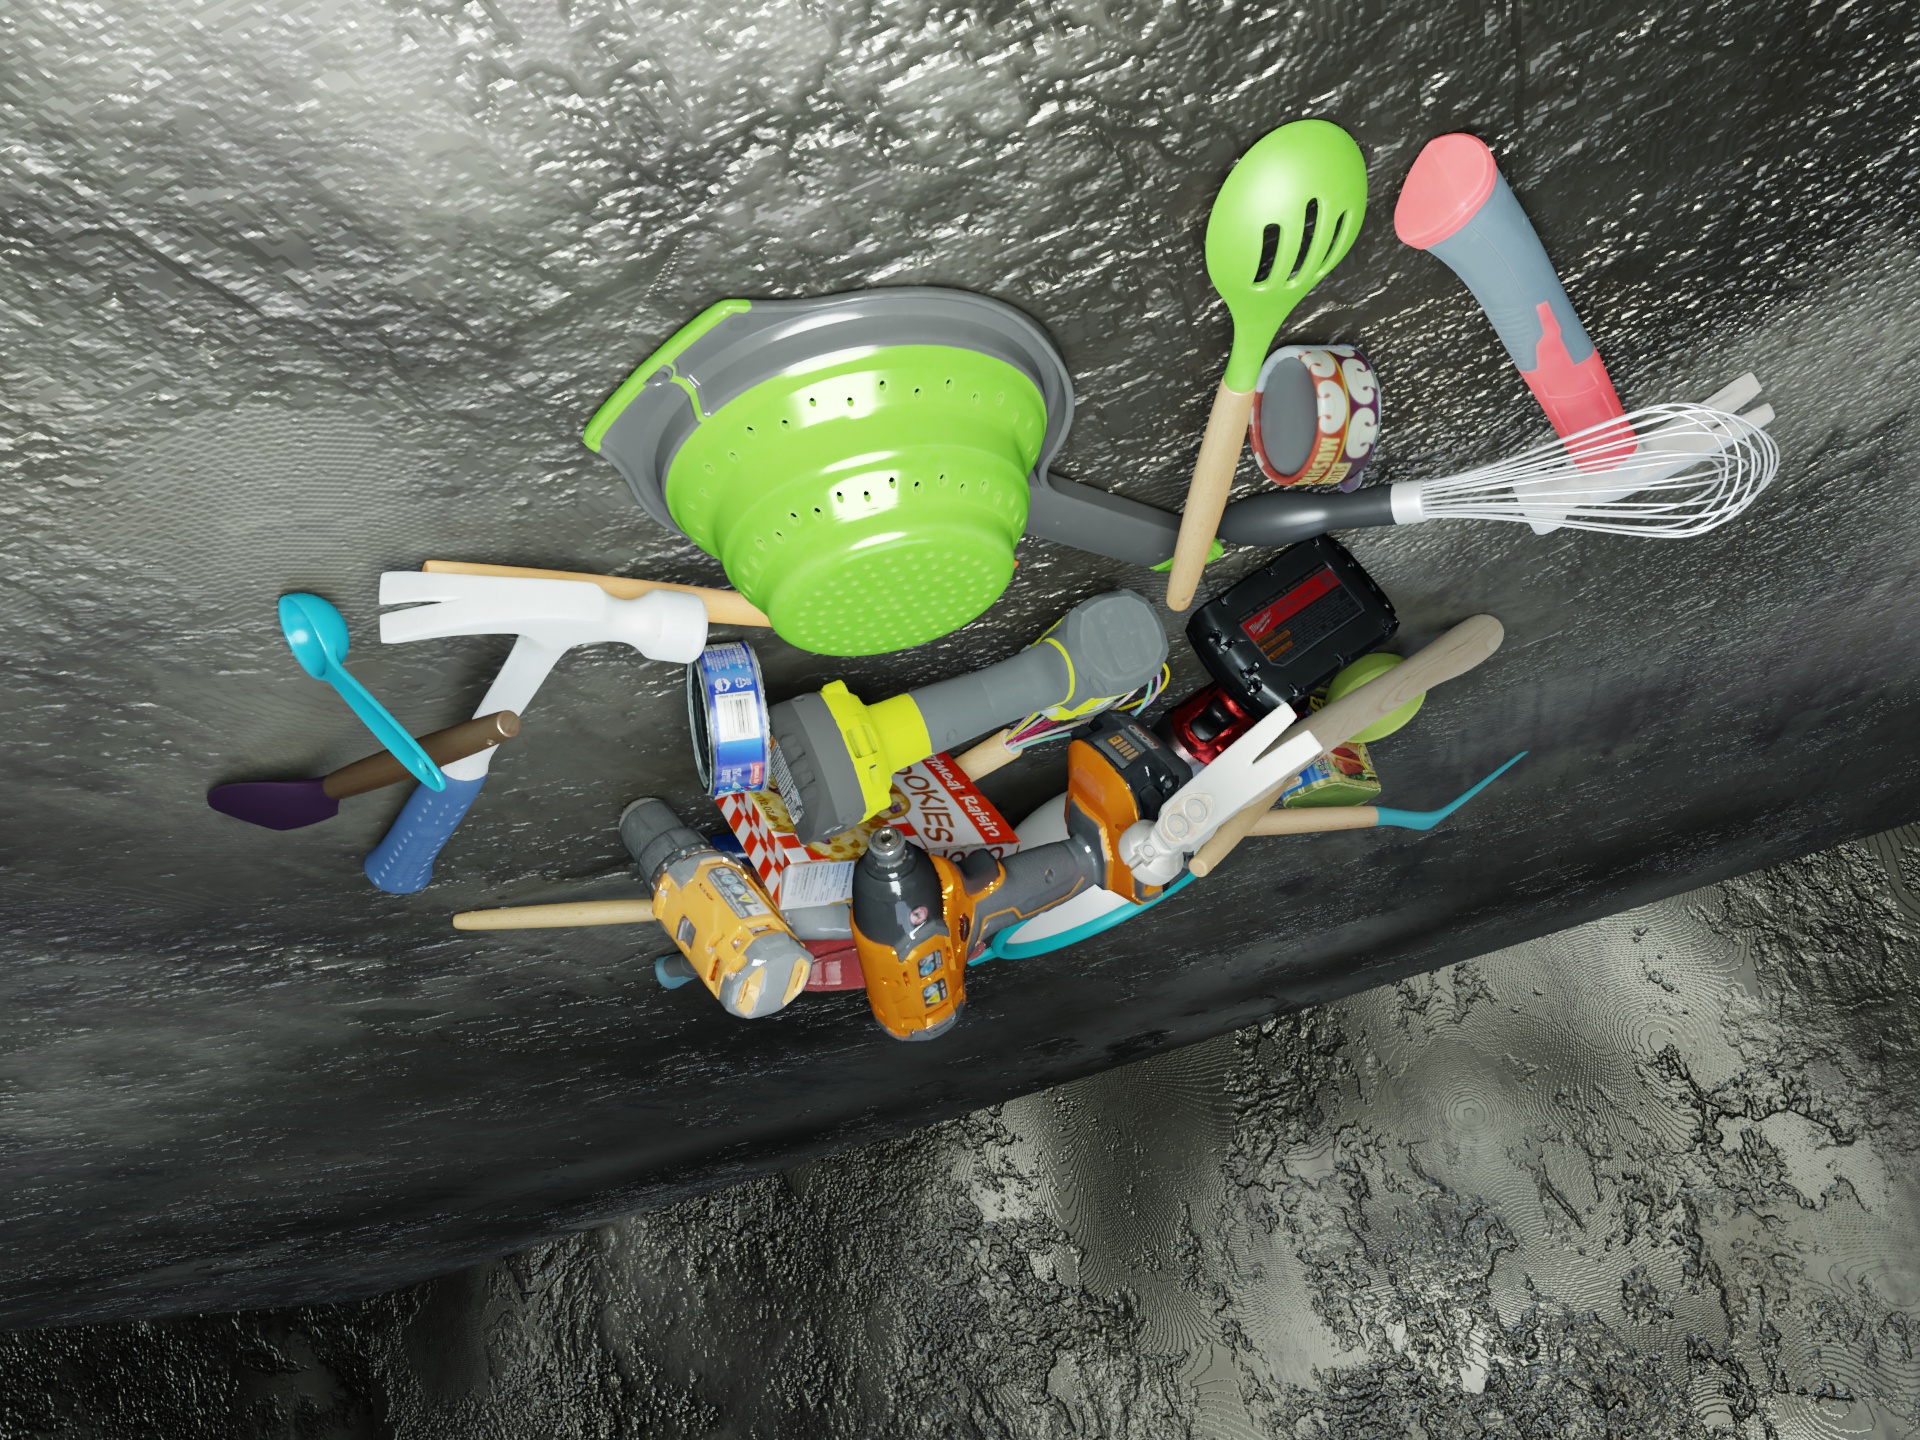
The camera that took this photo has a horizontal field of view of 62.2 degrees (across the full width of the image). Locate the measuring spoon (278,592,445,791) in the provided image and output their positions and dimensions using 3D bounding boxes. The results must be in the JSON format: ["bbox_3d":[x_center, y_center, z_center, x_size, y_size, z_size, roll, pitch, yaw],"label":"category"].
[{"bbox_3d":[-0.266,-0.014,0.723,0.021,0.129,0.042,-32,155,-38],"label":"measuring spoon"}]

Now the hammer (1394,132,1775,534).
[{"bbox_3d":[0.307,-0.189,0.783,0.143,0.038,0.386,-27,157,24],"label":"hammer"}]

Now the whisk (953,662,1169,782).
[{"bbox_3d":[0.052,0.010,1.107,0.047,0.051,0.245,-3,160,-44],"label":"whisk"}]

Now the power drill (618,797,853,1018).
[{"bbox_3d":[-0.108,0.106,1.084,0.226,0.186,0.084,-8,128,-41],"label":"power drill"}]

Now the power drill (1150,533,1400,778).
[{"bbox_3d":[0.183,-0.020,1.028,0.143,0.079,0.219,-33,166,-17],"label":"power drill"}]

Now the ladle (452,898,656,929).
[{"bbox_3d":[-0.227,0.141,1.181,0.315,0.031,0.069,-4,-174,8],"label":"ladle"}]

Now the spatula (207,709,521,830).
[{"bbox_3d":[-0.315,0.029,0.825,0.316,0.018,0.059,-14,148,43],"label":"spatula"}]

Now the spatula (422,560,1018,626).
[{"bbox_3d":[-0.114,-0.066,0.825,0.322,0.041,0.081,4,152,-33],"label":"spatula"}]

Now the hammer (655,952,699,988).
[{"bbox_3d":[-0.148,0.176,1.366,0.331,0.033,0.128,-25,157,34],"label":"hammer"}]

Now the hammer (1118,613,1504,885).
[{"bbox_3d":[0.261,-0.012,1.014,0.410,0.038,0.146,-24,164,-46],"label":"hammer"}]

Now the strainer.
[{"bbox_3d":[0.134,0.075,1.264,0.211,0.095,0.340,-10,154,-37],"label":"strainer"}]

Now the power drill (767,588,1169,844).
[{"bbox_3d":[-0.001,-0.003,0.944,0.223,0.080,0.171,-21,176,-13],"label":"power drill"}]

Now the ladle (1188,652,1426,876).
[{"bbox_3d":[0.240,0.033,1.091,0.320,0.062,0.078,-37,155,-48],"label":"ladle"}]

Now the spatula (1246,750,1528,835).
[{"bbox_3d":[0.283,0.063,1.192,0.317,0.044,0.082,-2,156,-20],"label":"spatula"}]

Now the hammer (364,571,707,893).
[{"bbox_3d":[-0.277,0.020,0.876,0.144,0.035,0.405,6,155,-29],"label":"hammer"}]

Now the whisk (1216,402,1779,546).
[{"bbox_3d":[0.267,-0.119,0.828,0.285,0.070,0.070,-3,167,31],"label":"whisk"}]

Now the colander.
[{"bbox_3d":[0.016,-0.083,0.766,0.204,0.095,0.396,-31,154,36],"label":"colander"}]

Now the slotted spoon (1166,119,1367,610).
[{"bbox_3d":[0.127,-0.140,0.736,0.070,0.031,0.313,-15,153,-11],"label":"slotted spoon"}]

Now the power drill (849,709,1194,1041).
[{"bbox_3d":[0.034,0.086,0.976,0.226,0.084,0.164,-29,138,-19],"label":"power drill"}]
